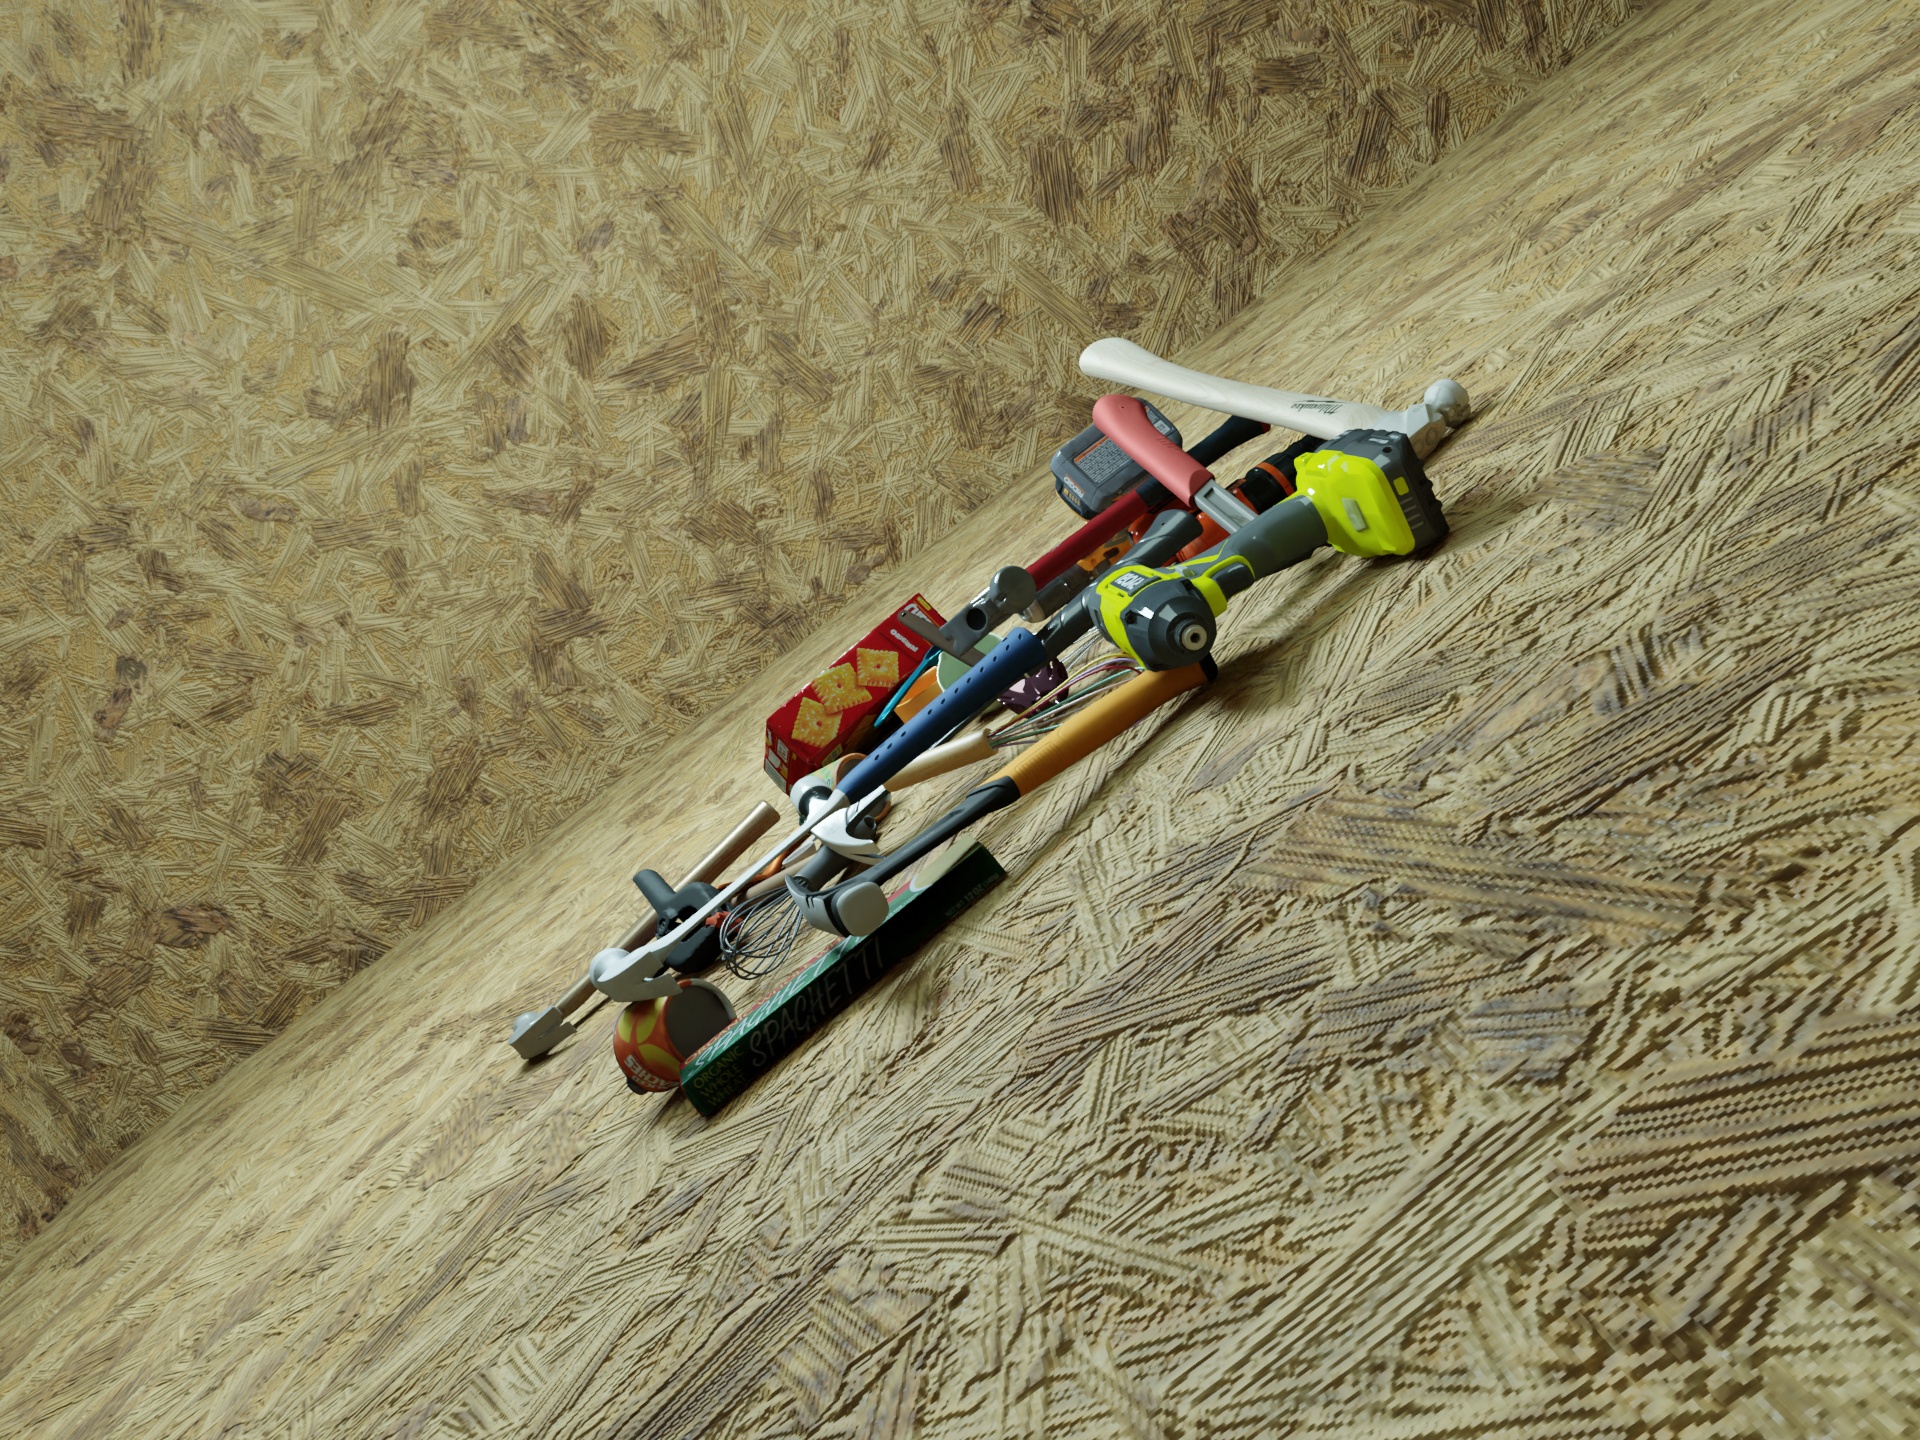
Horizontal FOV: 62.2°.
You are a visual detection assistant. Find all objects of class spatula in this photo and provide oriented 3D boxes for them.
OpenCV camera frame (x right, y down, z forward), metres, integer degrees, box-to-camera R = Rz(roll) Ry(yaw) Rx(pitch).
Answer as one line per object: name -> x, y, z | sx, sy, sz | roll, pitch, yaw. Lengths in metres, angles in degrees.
spatula -> -0.153, 0.096, 1.539 | 0.081, 0.041, 0.323 | -29, 12, 44
spatula -> -0.210, 0.173, 1.452 | 0.316, 0.018, 0.060 | -30, 13, 36

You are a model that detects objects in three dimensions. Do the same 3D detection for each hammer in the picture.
hammer -> 0.040, -0.034, 1.307 | 0.409, 0.036, 0.149 | -41, 32, -4
hammer -> 0.037, 0.039, 1.067 | 0.337, 0.034, 0.127 | -32, 11, -21
hammer -> 0.238, -0.279, 1.402 | 0.146, 0.038, 0.411 | -38, 38, -18
hammer -> -0.299, 0.198, 1.520 | 0.331, 0.031, 0.130 | -44, 10, -11
hammer -> 0.178, -0.200, 1.322 | 0.149, 0.036, 0.359 | -20, 32, -7
hammer -> 0.142, -0.183, 1.433 | 0.386, 0.038, 0.143 | -37, 0, -28
hammer -> -0.091, 0.063, 1.144 | 0.405, 0.035, 0.144 | -40, 10, -20

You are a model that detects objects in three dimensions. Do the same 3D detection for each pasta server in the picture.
pasta server -> 0.011, -0.060, 1.441 | 0.060, 0.040, 0.316 | -44, 32, -8

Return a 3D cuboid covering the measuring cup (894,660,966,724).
measuring cup -> 0.001, -0.041, 1.599 | 0.095, 0.052, 0.174 | -28, 12, 41

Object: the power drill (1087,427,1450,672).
power drill -> 0.206, -0.109, 1.078 | 0.223, 0.080, 0.171 | -30, 14, -2

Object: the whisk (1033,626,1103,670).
whisk -> 0.125, -0.081, 1.378 | 0.246, 0.057, 0.059 | -28, 49, 43

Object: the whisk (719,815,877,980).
whisk -> -0.124, 0.135, 1.278 | 0.055, 0.055, 0.239 | -30, 8, 33

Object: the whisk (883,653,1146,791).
whisk -> 0.040, 0.005, 1.192 | 0.245, 0.047, 0.051 | -21, 37, 28

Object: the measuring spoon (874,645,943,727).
measuring spoon -> -0.039, -0.035, 1.528 | 0.129, 0.021, 0.042 | -52, 16, -23

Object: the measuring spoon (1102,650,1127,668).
measuring spoon -> 0.166, -0.074, 1.328 | 0.117, 0.011, 0.021 | -37, 2, 20

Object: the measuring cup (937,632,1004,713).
measuring cup -> -0.002, -0.005, 1.487 | 0.083, 0.038, 0.168 | 20, 71, 32

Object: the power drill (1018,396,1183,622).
power drill -> 0.131, -0.197, 1.583 | 0.185, 0.084, 0.226 | -38, -19, -15

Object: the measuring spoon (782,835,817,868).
measuring spoon -> -0.129, 0.113, 1.475 | 0.034, 0.018, 0.124 | -32, 5, 23
